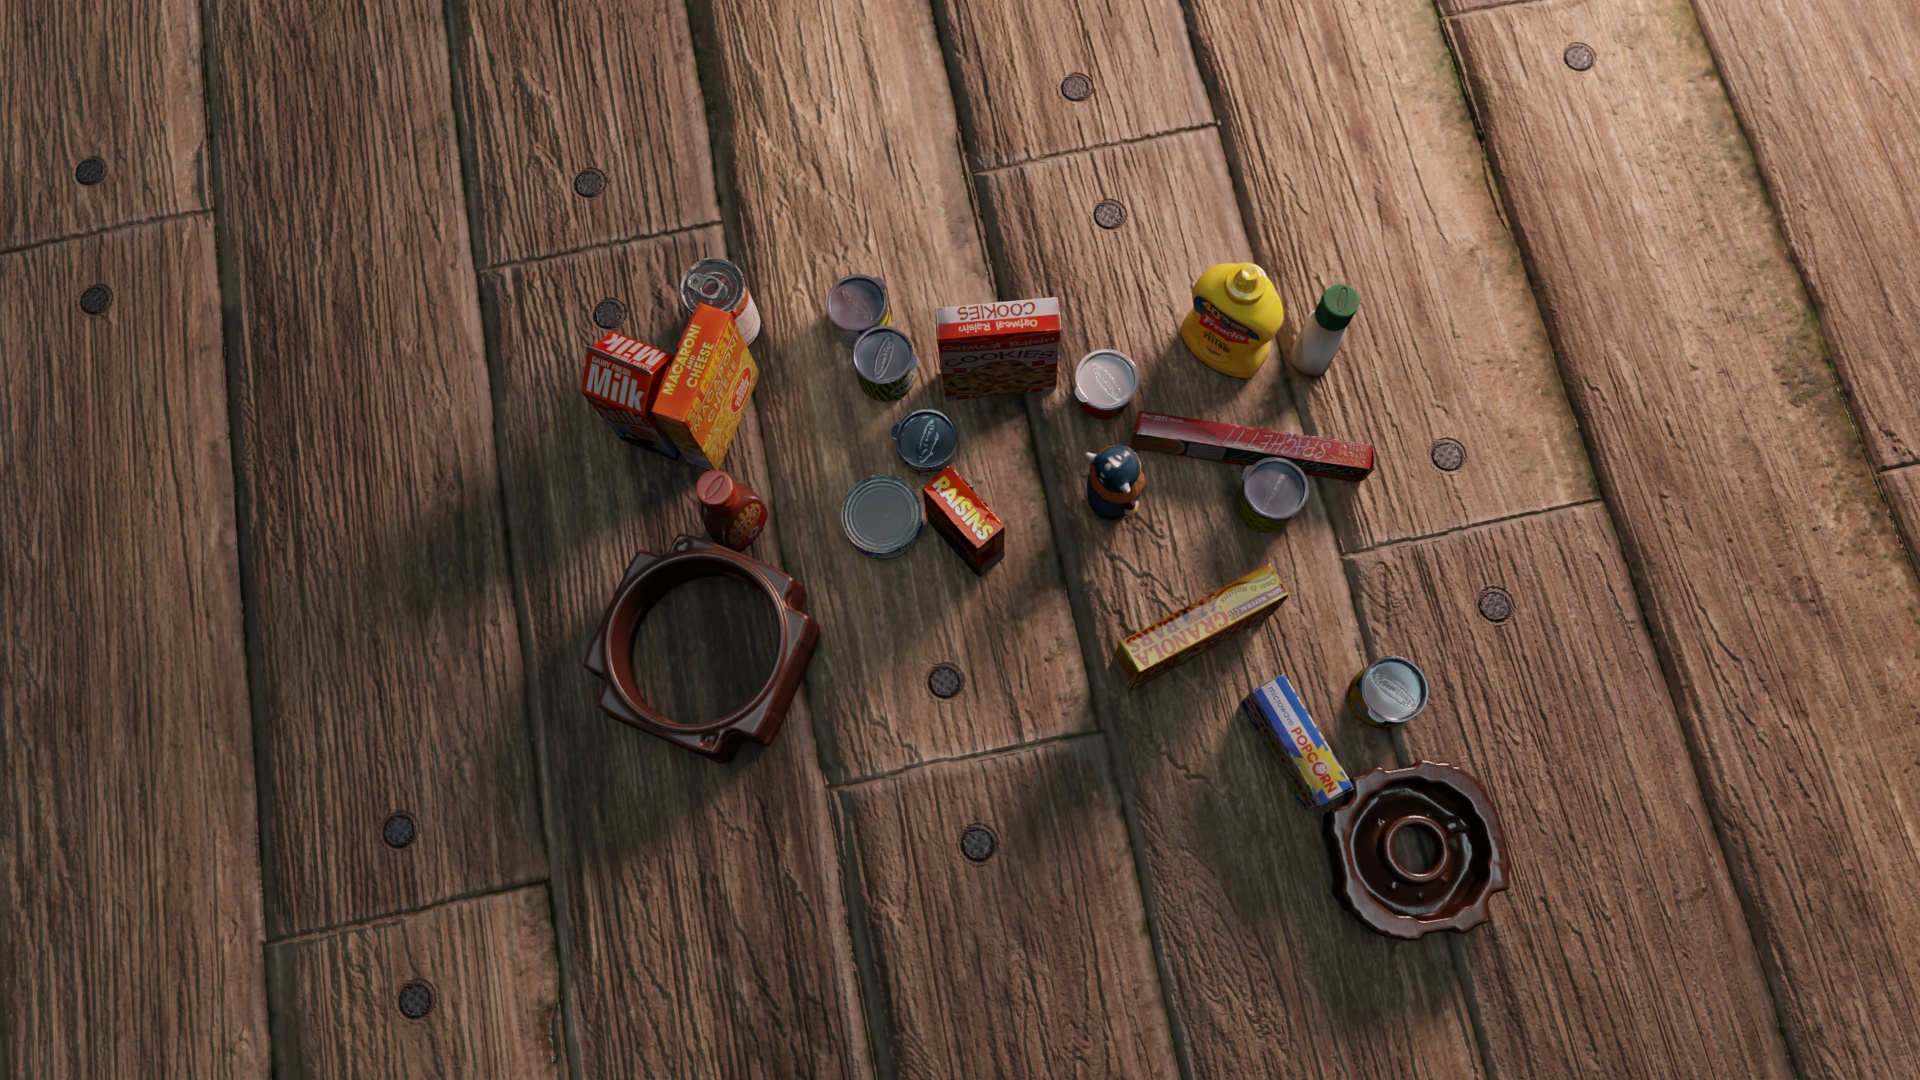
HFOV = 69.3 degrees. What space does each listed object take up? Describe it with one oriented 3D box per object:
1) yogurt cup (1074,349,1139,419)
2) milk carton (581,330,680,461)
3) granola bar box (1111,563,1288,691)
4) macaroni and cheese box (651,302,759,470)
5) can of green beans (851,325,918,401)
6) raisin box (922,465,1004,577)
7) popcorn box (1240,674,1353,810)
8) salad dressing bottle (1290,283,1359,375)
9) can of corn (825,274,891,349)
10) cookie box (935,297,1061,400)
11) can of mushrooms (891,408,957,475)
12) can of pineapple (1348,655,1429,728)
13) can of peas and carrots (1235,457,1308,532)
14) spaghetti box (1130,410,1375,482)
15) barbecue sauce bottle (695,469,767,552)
[{"bbox_3d":[0.155,-0.164,1.483,0.072,0.054,0.072,0,75,2],"label":"yogurt cup"},{"bbox_3d":[-0.328,-0.153,1.425,0.072,0.190,0.073,21,77,7],"label":"milk carton"},{"bbox_3d":[0.234,0.089,1.375,0.166,0.124,0.039,-27,76,-5],"label":"granola bar box"},{"bbox_3d":[-0.262,-0.154,1.436,0.040,0.166,0.124,19,77,7],"label":"macaroni and cheese box"},{"bbox_3d":[-0.081,-0.189,1.495,0.071,0.057,0.071,0,75,2],"label":"can of green beans"},{"bbox_3d":[0.005,-0.018,1.412,0.040,0.123,0.086,-40,77,-8],"label":"raisin box"},{"bbox_3d":[0.328,0.199,1.363,0.038,0.085,0.127,-28,76,-5],"label":"popcorn box"},{"bbox_3d":[0.379,-0.219,1.442,0.044,0.147,0.064,14,76,6],"label":"salad dressing bottle"},{"bbox_3d":[-0.108,-0.249,1.512,0.071,0.058,0.071,0,75,2],"label":"can of corn"},{"bbox_3d":[0.039,-0.195,1.436,0.123,0.167,0.040,-6,75,1],"label":"cookie box"},{"bbox_3d":[-0.038,-0.105,1.484,0.071,0.033,0.071,0,75,2],"label":"can of mushrooms"},{"bbox_3d":[0.424,0.153,1.386,0.071,0.057,0.071,0,75,2],"label":"can of pineapple"},{"bbox_3d":[0.320,-0.047,1.443,0.071,0.058,0.071,0,75,2],"label":"can of peas and carrots"},{"bbox_3d":[0.306,-0.098,1.462,0.250,0.050,0.029,9,76,4],"label":"spaghetti box"},{"bbox_3d":[-0.236,-0.033,1.411,0.044,0.148,0.065,35,79,10],"label":"barbecue sauce bottle"}]
